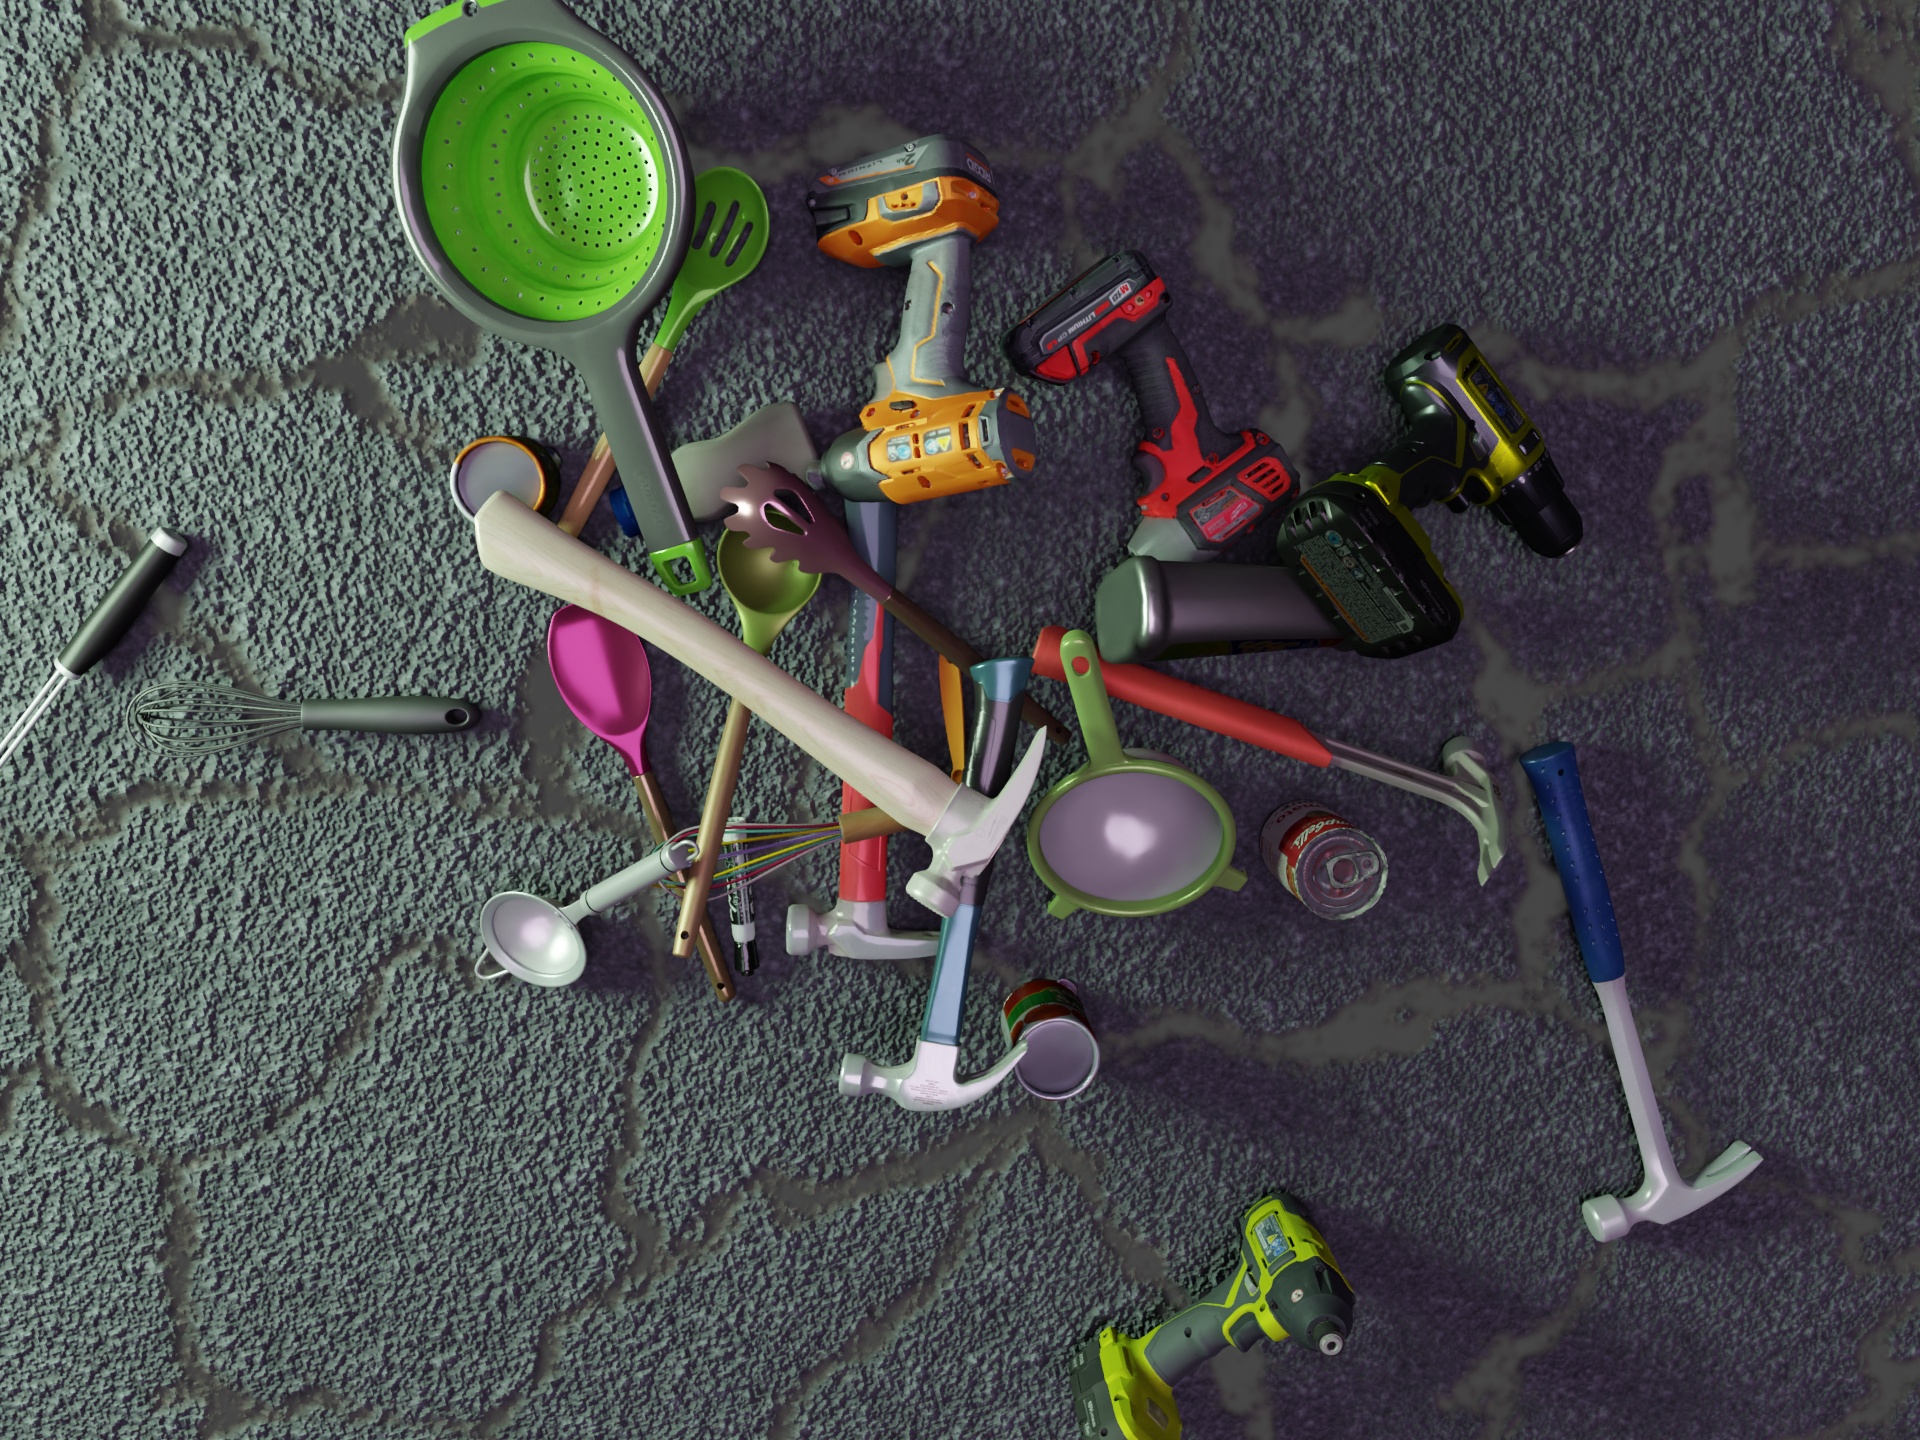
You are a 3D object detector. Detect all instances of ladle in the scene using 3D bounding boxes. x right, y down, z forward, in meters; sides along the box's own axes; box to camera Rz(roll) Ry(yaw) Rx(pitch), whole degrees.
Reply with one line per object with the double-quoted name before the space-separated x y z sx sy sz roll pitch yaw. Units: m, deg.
"ladle" -0.158 0.004 1.100 0.078 0.062 0.320 10 75 6

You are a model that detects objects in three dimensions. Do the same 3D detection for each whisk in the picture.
"whisk" -0.466 -0.001 1.134 0.239 0.055 0.055 -1 99 -9
"whisk" -0.107 0.084 1.142 0.245 0.051 0.047 -12 122 -9

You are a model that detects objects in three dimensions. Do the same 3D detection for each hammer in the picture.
"hammer" 0.518 0.210 1.252 0.144 0.035 0.405 -19 100 -1
"hammer" -0.139 -0.038 1.072 0.410 0.038 0.146 33 82 -2
"hammer" 0.003 0.115 1.126 0.128 0.033 0.331 10 94 1
"hammer" -0.052 -0.014 1.168 0.143 0.038 0.386 2 99 -6
"hammer" 0.222 0.011 1.158 0.359 0.149 0.036 19 124 -1

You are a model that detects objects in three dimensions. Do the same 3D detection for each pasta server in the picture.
"pasta server" -0.036 -0.074 1.129 0.316 0.040 0.060 38 81 -26

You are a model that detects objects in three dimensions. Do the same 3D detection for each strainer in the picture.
"strainer" -0.262 0.130 1.127 0.258 0.050 0.086 -28 108 38
"strainer" 0.110 0.029 1.145 0.151 0.069 0.256 -11 125 12

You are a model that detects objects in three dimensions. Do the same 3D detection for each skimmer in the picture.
"skimmer" -0.674 0.005 1.094 0.127 0.090 0.363 40 92 22

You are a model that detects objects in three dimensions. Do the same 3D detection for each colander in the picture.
"colander" -0.237 -0.281 1.077 0.204 0.094 0.397 -13 107 16

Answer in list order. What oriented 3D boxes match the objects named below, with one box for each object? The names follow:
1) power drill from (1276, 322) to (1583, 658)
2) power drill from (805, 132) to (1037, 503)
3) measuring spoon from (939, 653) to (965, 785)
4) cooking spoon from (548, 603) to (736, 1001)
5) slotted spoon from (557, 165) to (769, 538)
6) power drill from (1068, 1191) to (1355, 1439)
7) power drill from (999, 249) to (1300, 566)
"power drill" 0.340 -0.148 1.119 0.190 0.080 0.228 50 59 -10
"power drill" -0.041 -0.259 1.075 0.164 0.084 0.226 -8 87 26
"measuring spoon" -0.002 -0.004 1.186 0.011 0.021 0.117 -15 102 -46
"cooking spoon" -0.227 0.063 1.177 0.069 0.017 0.319 -19 100 0
"slotted spoon" -0.223 -0.241 1.123 0.070 0.031 0.313 29 98 -1
"power drill" 0.194 0.474 1.203 0.223 0.171 0.080 -42 100 6
"power drill" 0.129 -0.210 1.134 0.143 0.078 0.219 -37 103 2
